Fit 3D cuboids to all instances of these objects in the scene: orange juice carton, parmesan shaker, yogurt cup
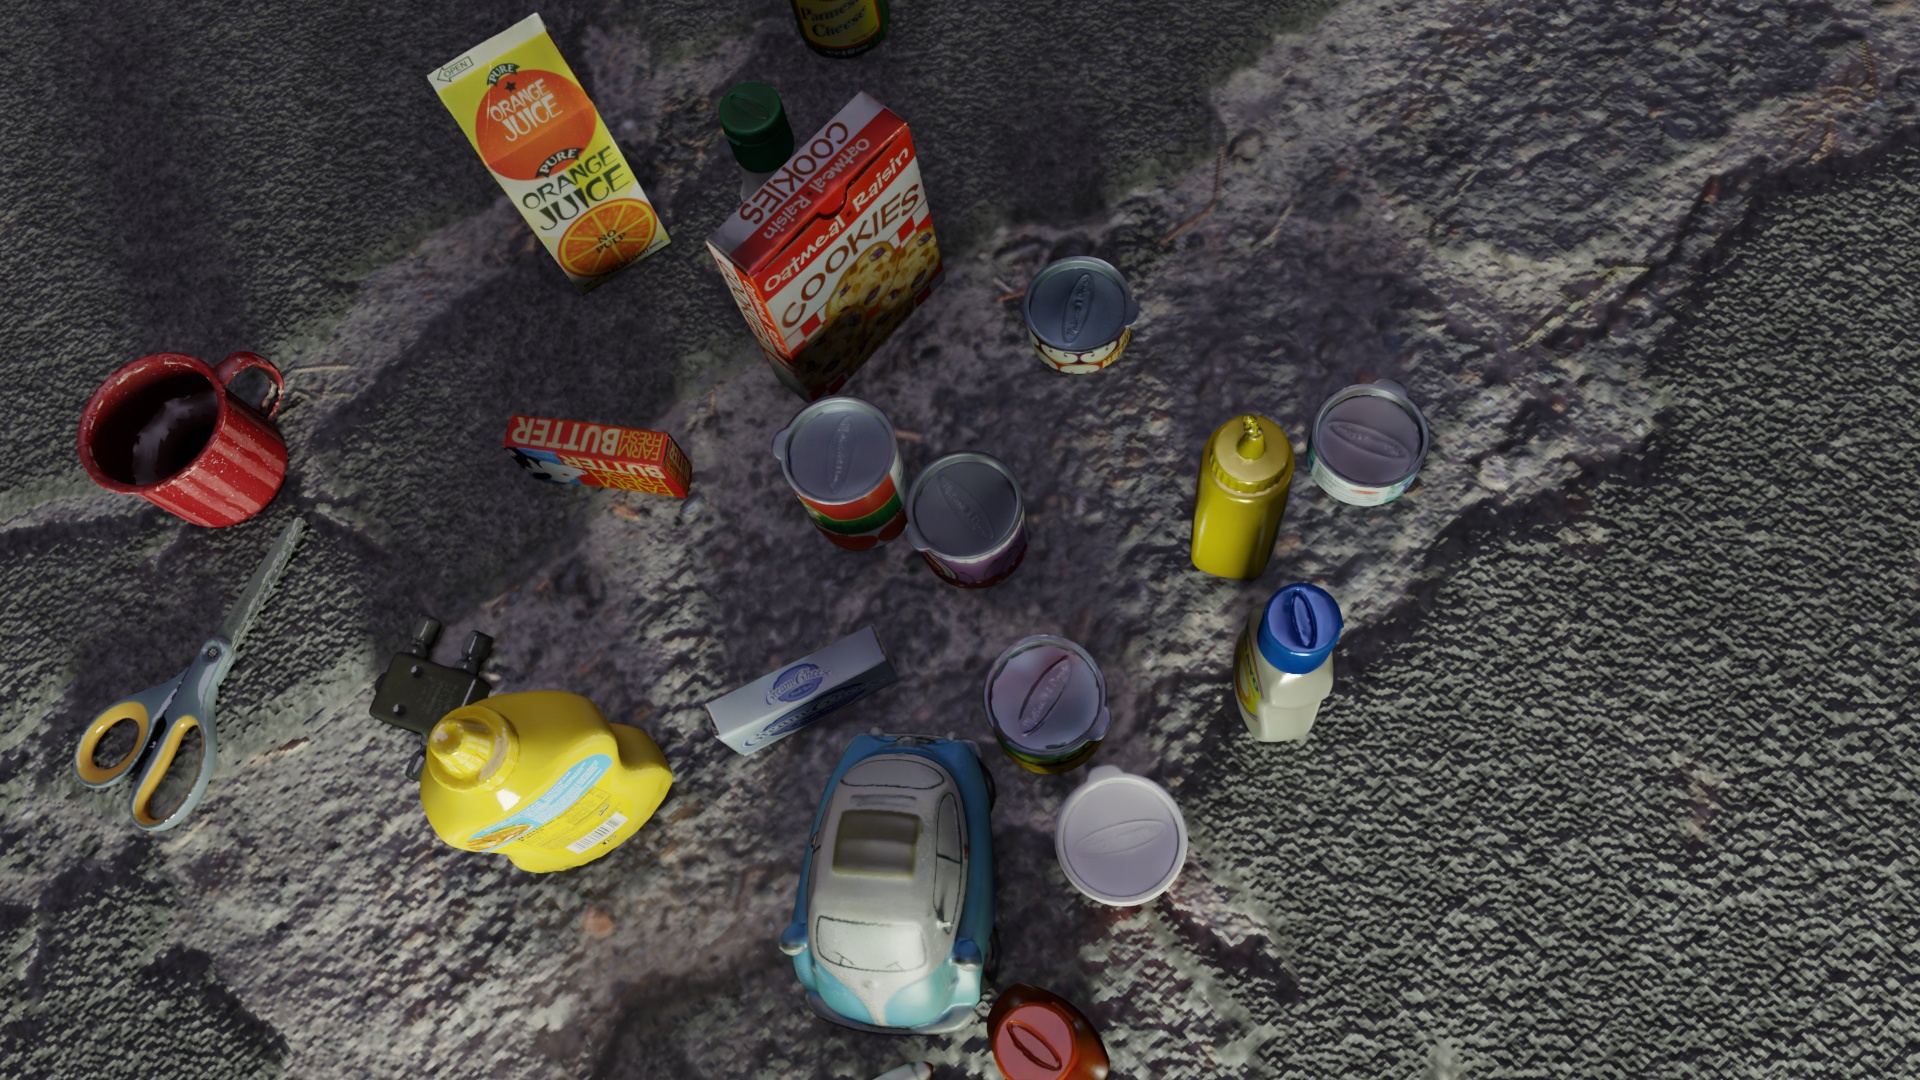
[{"bbox_3d":[-0.250,-0.239,0.845,0.072,0.192,0.073,-33,70,-5],"label":"orange juice carton"},{"bbox_3d":[-0.084,-0.381,0.926,0.071,0.102,0.071,-2,70,6],"label":"parmesan shaker"},{"bbox_3d":[0.085,0.160,0.735,0.072,0.053,0.072,-2,70,6],"label":"yogurt cup"}]

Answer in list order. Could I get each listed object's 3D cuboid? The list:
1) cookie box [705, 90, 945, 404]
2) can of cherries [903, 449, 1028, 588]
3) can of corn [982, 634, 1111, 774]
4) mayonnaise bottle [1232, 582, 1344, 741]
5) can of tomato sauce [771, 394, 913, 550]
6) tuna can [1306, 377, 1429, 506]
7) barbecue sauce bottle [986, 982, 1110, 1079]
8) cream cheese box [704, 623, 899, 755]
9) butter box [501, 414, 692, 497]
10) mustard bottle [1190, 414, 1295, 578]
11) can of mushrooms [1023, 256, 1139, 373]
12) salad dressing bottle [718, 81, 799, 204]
[{"bbox_3d":[-0.071,-0.162,0.811,0.040,0.167,0.123,39,79,17],"label":"cookie box"},{"bbox_3d":[0.003,-0.010,0.805,0.071,0.058,0.072,-2,70,6],"label":"can of cherries"},{"bbox_3d":[0.050,0.092,0.762,0.071,0.058,0.071,-2,70,6],"label":"can of corn"},{"bbox_3d":[0.166,0.060,0.713,0.041,0.147,0.065,-10,70,3],"label":"mayonnaise bottle"},{"bbox_3d":[-0.066,-0.037,0.809,0.071,0.083,0.071,-2,70,6],"label":"can of tomato sauce"},{"bbox_3d":[0.237,-0.058,0.809,0.071,0.032,0.071,-2,70,6],"label":"tuna can"},{"bbox_3d":[0.040,0.239,0.661,0.065,0.148,0.044,38,79,17],"label":"barbecue sauce bottle"},{"bbox_3d":[-0.087,0.085,0.782,0.104,0.053,0.024,-26,70,-3],"label":"cream cheese box"},{"bbox_3d":[-0.220,-0.051,0.848,0.103,0.053,0.024,7,72,9],"label":"butter box"},{"bbox_3d":[0.151,-0.028,0.740,0.049,0.159,0.065,10,72,10],"label":"mustard bottle"},{"bbox_3d":[0.075,-0.138,0.856,0.071,0.033,0.071,-2,70,6],"label":"can of mushrooms"},{"bbox_3d":[-0.110,-0.218,0.846,0.064,0.147,0.044,33,77,16],"label":"salad dressing bottle"}]
